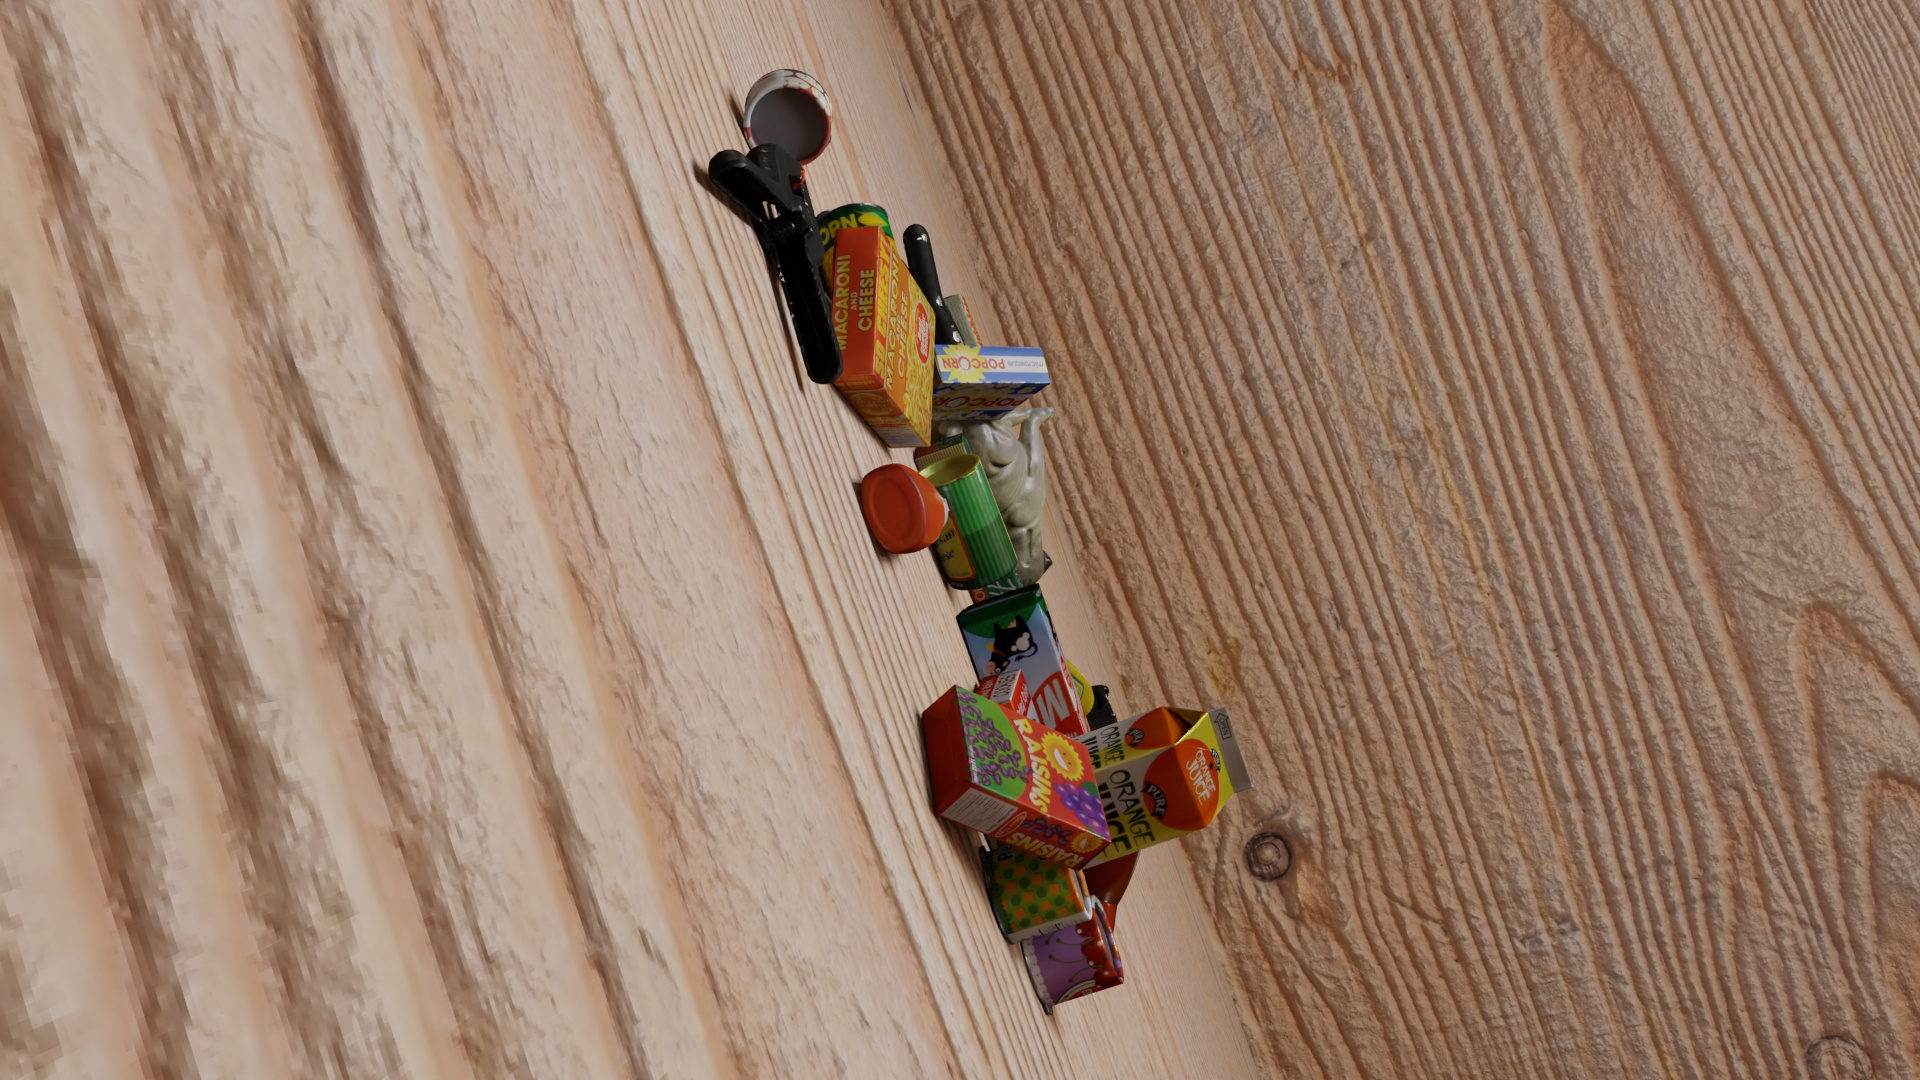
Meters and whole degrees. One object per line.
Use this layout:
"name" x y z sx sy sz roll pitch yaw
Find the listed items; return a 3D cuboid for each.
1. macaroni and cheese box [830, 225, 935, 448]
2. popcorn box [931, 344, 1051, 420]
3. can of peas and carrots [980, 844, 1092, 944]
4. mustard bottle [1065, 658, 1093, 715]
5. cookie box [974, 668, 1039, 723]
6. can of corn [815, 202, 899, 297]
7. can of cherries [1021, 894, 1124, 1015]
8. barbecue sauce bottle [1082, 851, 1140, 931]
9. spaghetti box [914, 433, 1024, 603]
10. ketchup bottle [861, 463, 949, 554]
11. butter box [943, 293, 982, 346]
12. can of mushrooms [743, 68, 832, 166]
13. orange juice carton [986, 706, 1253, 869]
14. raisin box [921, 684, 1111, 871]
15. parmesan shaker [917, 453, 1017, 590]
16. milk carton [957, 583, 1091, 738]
"macaroni and cheese box" -0.061 -0.156 1.103 0.166 0.040 0.124 47 42 -70
"popcorn box" 0.007 -0.142 1.260 0.127 0.085 0.038 -4 73 -36
"can of peas and carrots" 0.053 0.237 0.962 0.071 0.059 0.071 -22 93 -83
"mustard bottle" 0.094 0.145 1.351 0.049 0.065 0.160 34 2 34
"cookie box" 0.054 0.199 1.138 0.123 0.040 0.167 -46 117 -82
"can of corn" -0.086 -0.237 1.149 0.071 0.071 0.058 49 23 -71
"can of cherries" 0.081 0.300 1.006 0.071 0.058 0.071 -22 92 -83
"barbecue sauce bottle" 0.126 0.280 1.218 0.043 0.065 0.149 79 21 -72
"spaghetti box" 0.024 0.018 1.337 0.029 0.050 0.249 -87 156 -67
"ketchup bottle" -0.036 -0.022 1.038 0.149 0.043 0.064 2 69 -82
"butter box" 0.008 -0.200 1.419 0.053 0.024 0.103 -37 107 -82
"can of mushrooms" -0.127 -0.313 1.037 0.033 0.071 0.070 -97 166 -56
"orange juice carton" 0.114 0.184 1.022 0.073 0.192 0.071 -86 154 -74
"raisin box" 0.036 0.157 0.916 0.123 0.040 0.086 28 30 -30
"parmesan shaker" 0.004 -0.015 1.211 0.071 0.071 0.102 -90 160 -68
"milk carton" 0.066 0.141 1.237 0.072 0.073 0.190 -30 101 -83
